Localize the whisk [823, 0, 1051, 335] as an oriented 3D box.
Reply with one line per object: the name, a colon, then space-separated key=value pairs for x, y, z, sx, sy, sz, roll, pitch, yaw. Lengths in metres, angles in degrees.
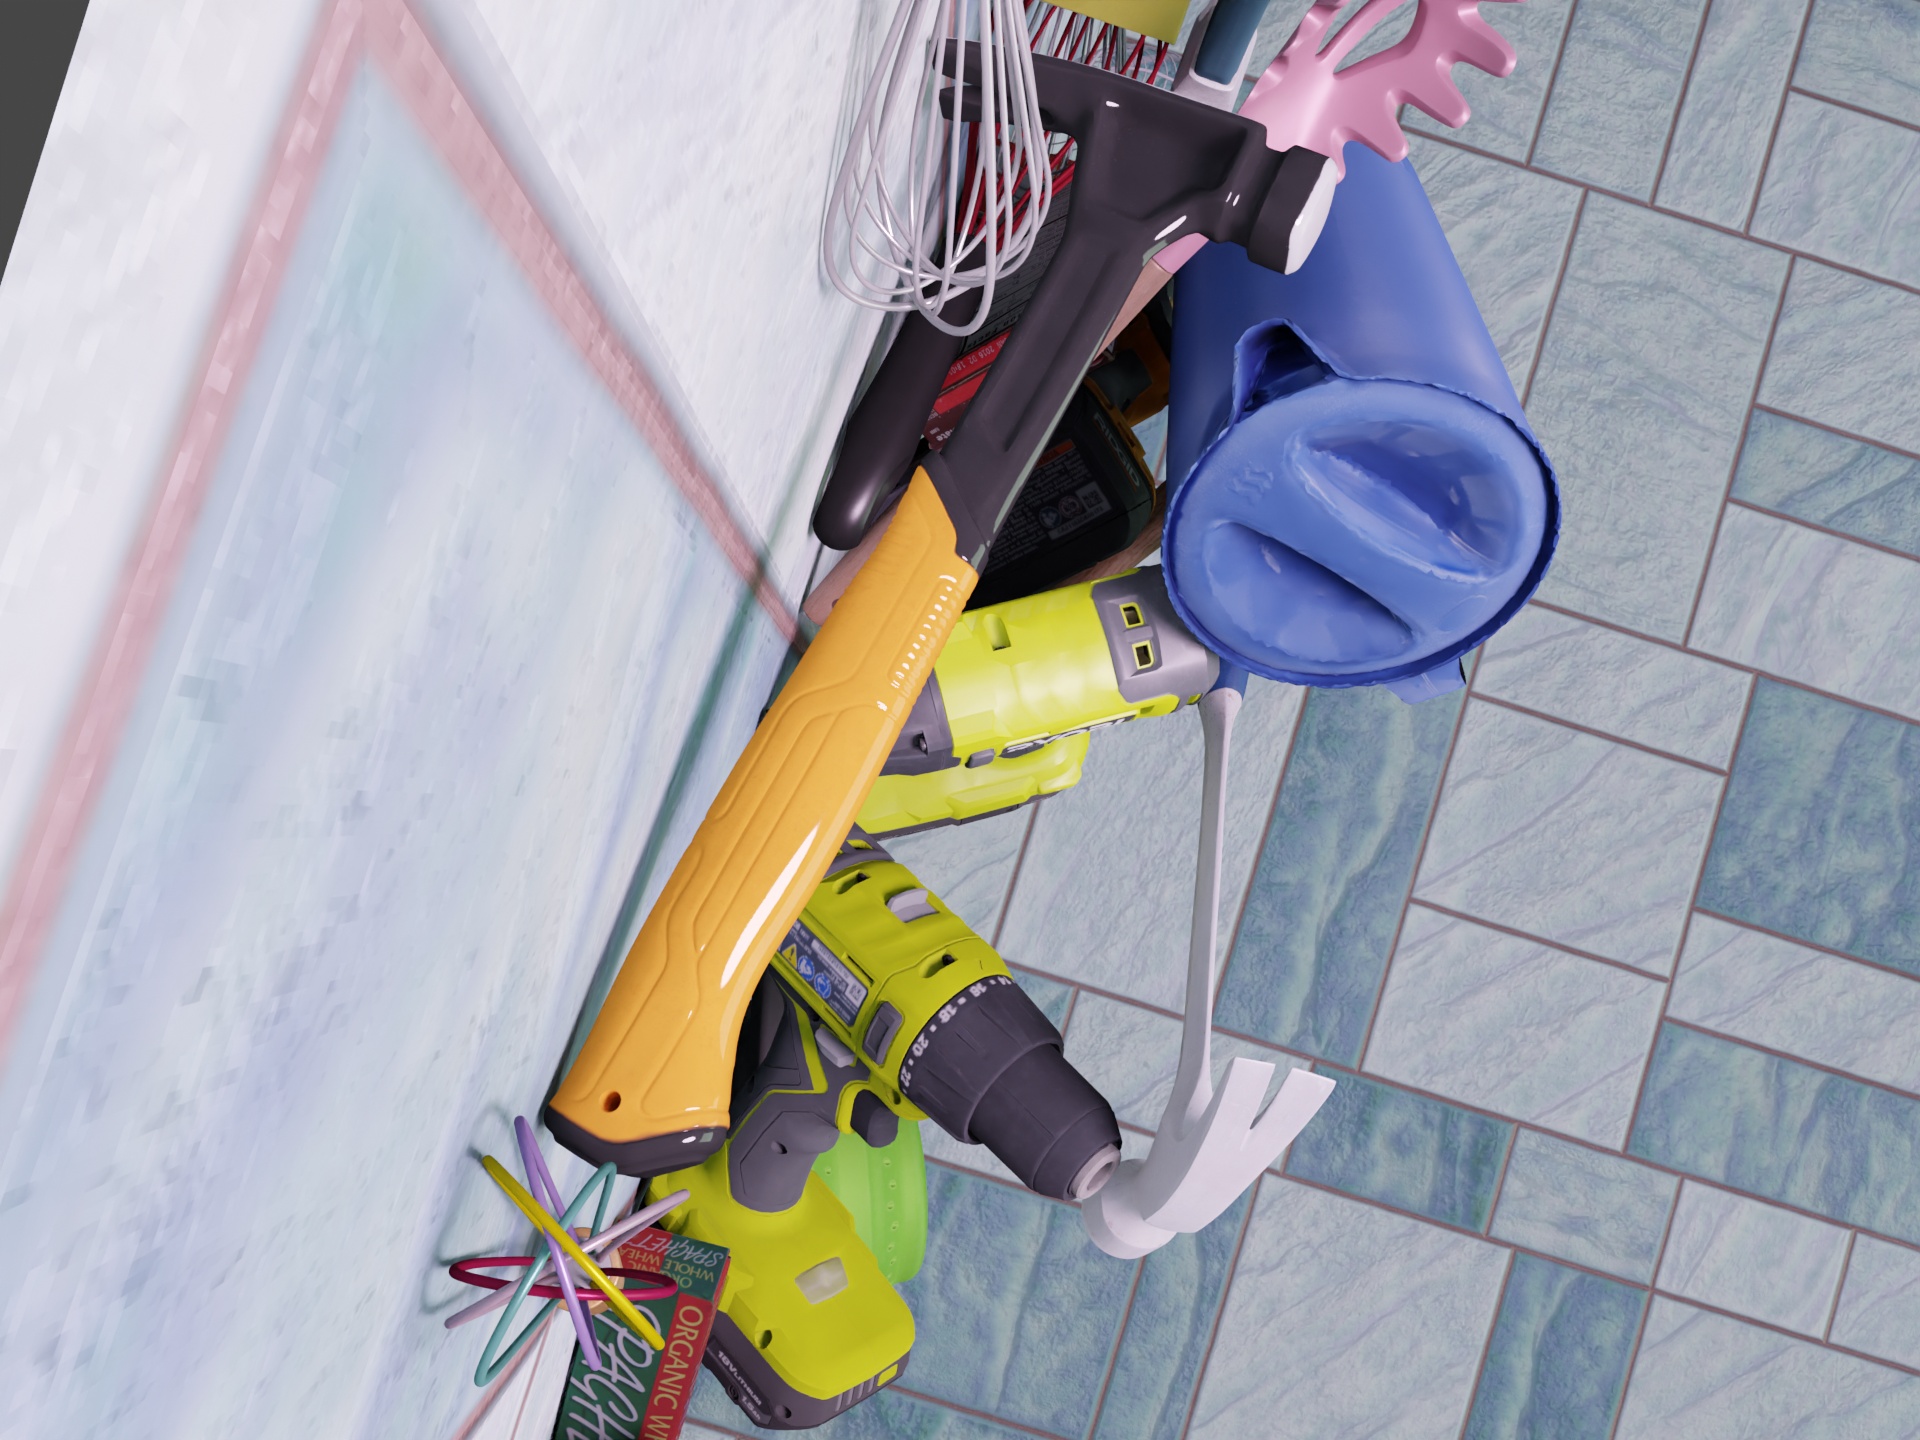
whisk: x=0.001 y=-0.167 z=0.322 sx=0.246 sy=0.059 sz=0.058 roll=101 pitch=-31 yaw=-62

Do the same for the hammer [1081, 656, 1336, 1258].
hammer: x=0.108 y=0.000 z=0.648 sx=0.144 sy=0.035 sz=0.406 roll=120 pitch=-16 yaw=-56

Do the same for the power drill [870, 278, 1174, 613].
power drill: x=0.024 y=-0.127 z=0.774 sx=0.185 sy=0.084 sz=0.226 roll=-25 pitch=-161 yaw=28

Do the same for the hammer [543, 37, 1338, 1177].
hammer: x=-0.021 y=-0.039 z=0.433 sx=0.337 sy=0.127 sz=0.034 roll=-62 pitch=166 yaw=-15

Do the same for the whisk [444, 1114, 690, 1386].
whisk: x=-0.096 y=0.143 z=0.405 sx=0.245 sy=0.047 sz=0.051 roll=117 pitch=-10 yaw=-66

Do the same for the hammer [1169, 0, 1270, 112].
hammer: x=0.103 y=-0.258 z=0.506 sx=0.331 sy=0.033 sz=0.128 roll=-90 pitch=-161 yaw=-87

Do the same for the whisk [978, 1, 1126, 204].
whisk: x=0.060 y=-0.353 z=0.690 sx=0.070 sy=0.070 sz=0.284 roll=-78 pitch=-179 yaw=-84

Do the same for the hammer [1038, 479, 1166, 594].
hammer: x=0.038 y=-0.050 z=0.849 sx=0.331 sy=0.031 sz=0.130 roll=-39 pitch=-146 yaw=23

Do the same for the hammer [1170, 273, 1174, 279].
hammer: x=0.042 y=-0.114 z=0.922 sx=0.359 sy=0.036 sz=0.149 roll=-59 pitch=-162 yaw=4

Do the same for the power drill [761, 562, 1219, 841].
power drill: x=-0.001 y=-0.002 z=0.685 sx=0.223 sy=0.171 sz=0.080 roll=128 pitch=-52 yaw=-79

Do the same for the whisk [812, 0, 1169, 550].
whisk: x=0.012 y=-0.190 z=0.598 sx=0.073 sy=0.073 sz=0.296 roll=109 pitch=4 yaw=-73

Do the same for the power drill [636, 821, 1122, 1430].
power drill: x=-0.042 y=0.173 z=0.643 sx=0.080 sy=0.191 sz=0.228 roll=-10 pitch=132 yaw=-47

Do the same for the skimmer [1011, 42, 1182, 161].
skimmer: x=0.044 y=-0.244 z=1.006 sx=0.127 sy=0.090 sz=0.363 roll=59 pitch=-42 yaw=45

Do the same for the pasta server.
pasta server: x=0.049 y=-0.132 z=0.535 sx=0.316 sy=0.060 sz=0.040 roll=-43 pitch=-142 yaw=26

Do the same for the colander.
colander: x=-0.063 y=0.189 z=0.823 sx=0.205 sy=0.094 sz=0.396 roll=-109 pitch=-158 yaw=-50
